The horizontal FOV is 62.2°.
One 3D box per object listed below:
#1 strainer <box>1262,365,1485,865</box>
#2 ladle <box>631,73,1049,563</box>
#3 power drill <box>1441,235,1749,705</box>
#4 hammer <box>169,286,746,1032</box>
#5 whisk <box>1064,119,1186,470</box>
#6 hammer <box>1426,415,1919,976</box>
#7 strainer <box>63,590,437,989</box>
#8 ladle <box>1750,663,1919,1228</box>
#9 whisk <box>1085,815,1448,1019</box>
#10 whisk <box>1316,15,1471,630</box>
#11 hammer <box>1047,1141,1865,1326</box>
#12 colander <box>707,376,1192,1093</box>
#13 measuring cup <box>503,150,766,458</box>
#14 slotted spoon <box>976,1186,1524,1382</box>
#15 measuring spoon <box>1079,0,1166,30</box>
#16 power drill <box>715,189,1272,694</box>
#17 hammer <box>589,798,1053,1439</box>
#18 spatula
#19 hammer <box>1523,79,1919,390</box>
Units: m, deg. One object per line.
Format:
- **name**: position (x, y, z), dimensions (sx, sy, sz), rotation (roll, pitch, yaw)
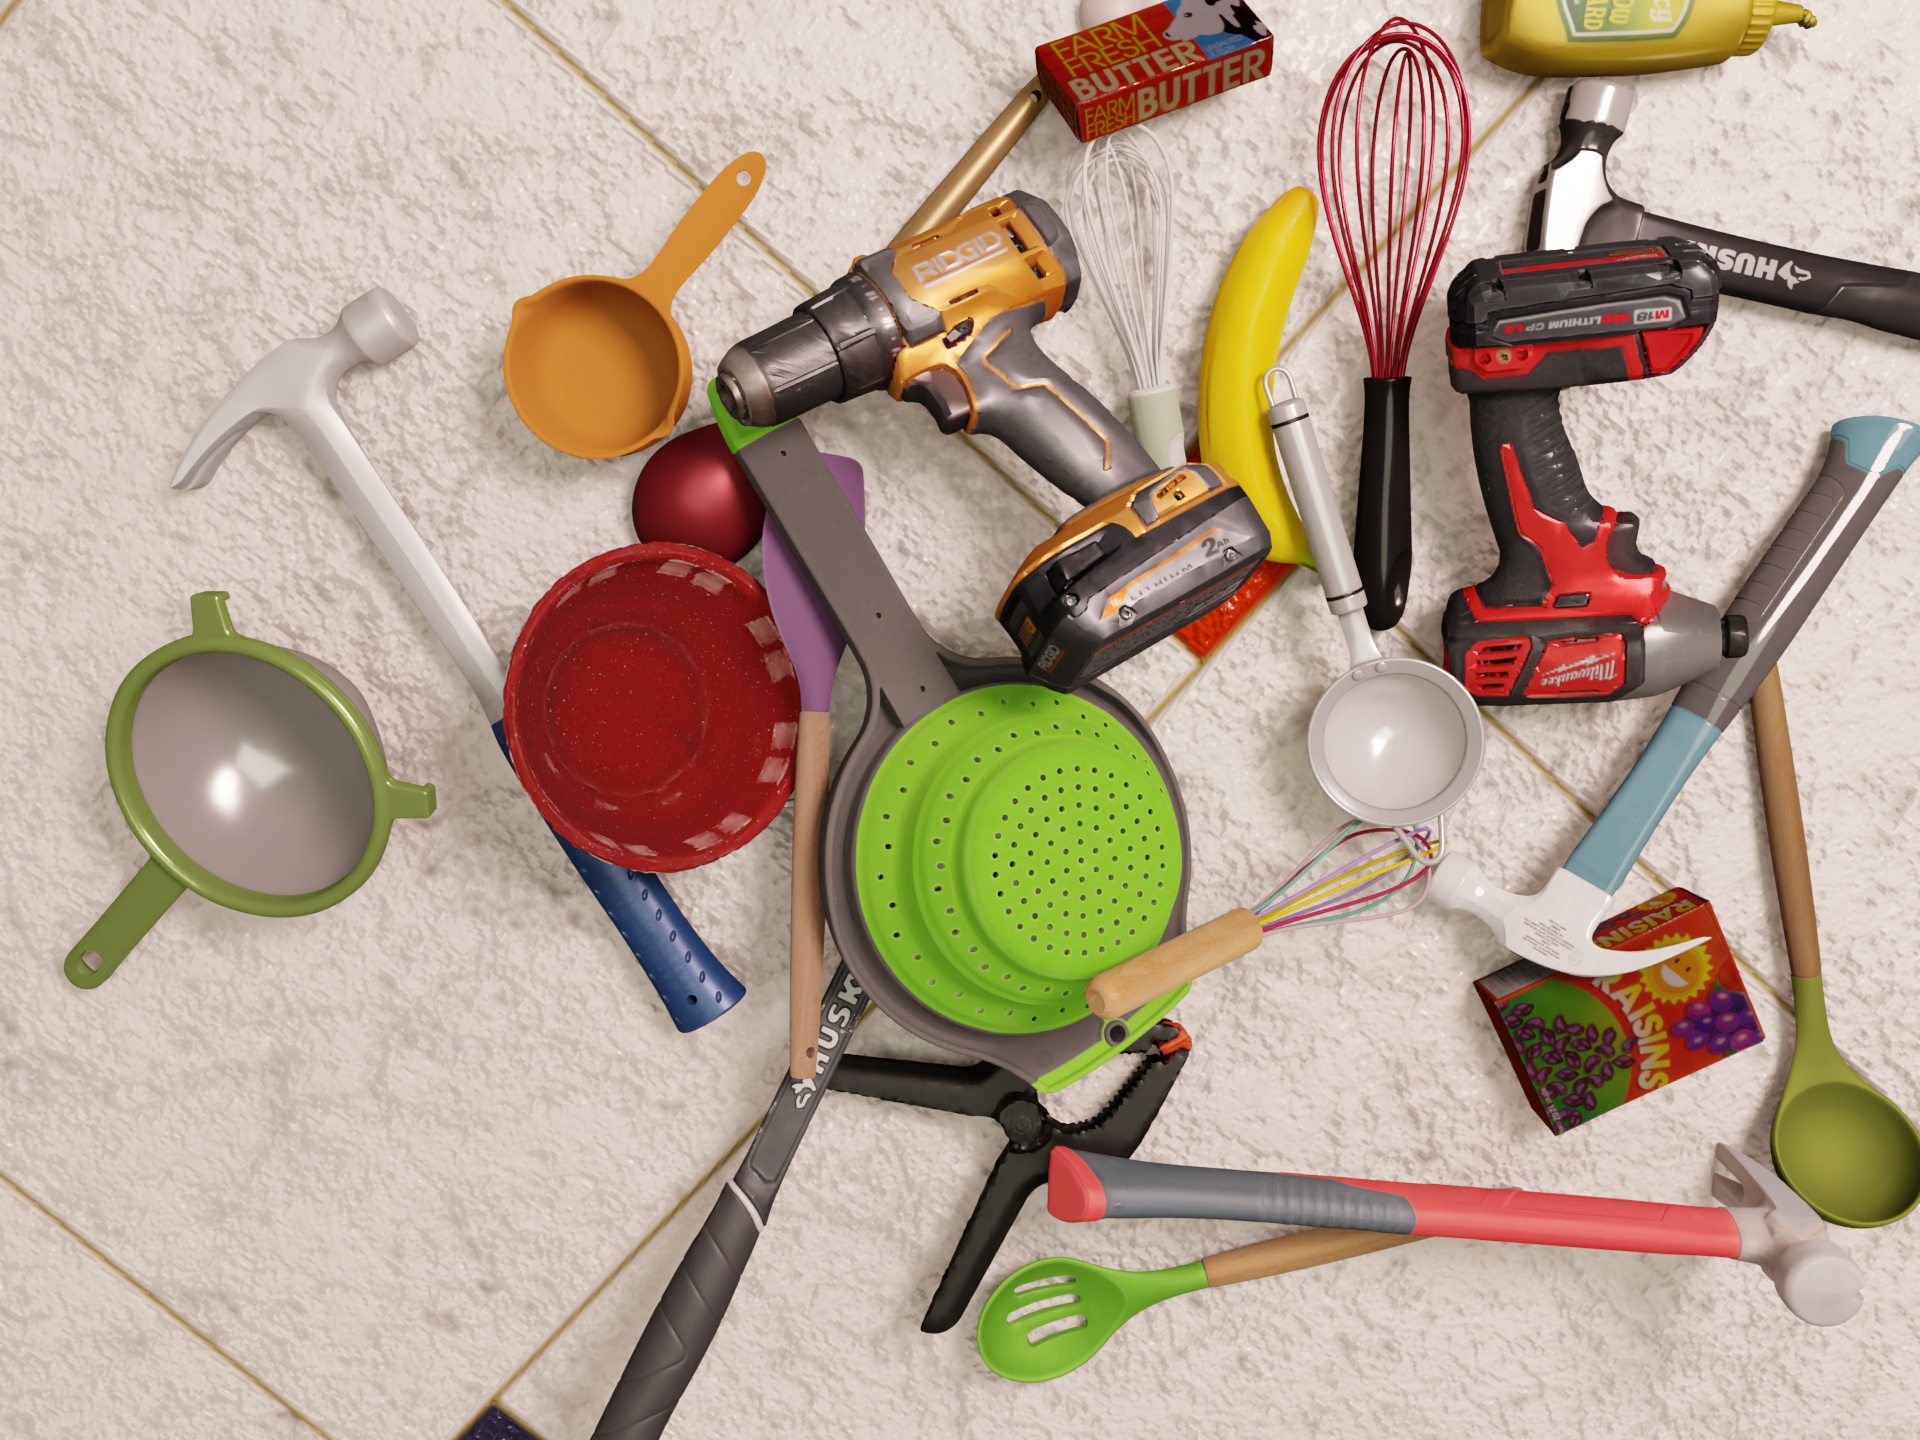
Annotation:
- **strainer**: position (0.197, -0.053, 0.795), dimensions (0.087, 0.050, 0.258), rotation (-18, 99, 12)
- **ladle**: position (-0.055, -0.200, 0.801), dimensions (0.069, 0.031, 0.315), rotation (39, 95, -16)
- **power drill**: position (0.304, -0.111, 0.764), dimensions (0.143, 0.078, 0.219), rotation (-2, 114, 17)
- **hammer**: position (-0.243, -0.010, 0.825), dimensions (0.144, 0.035, 0.405), rotation (-31, 98, 4)
- **whisk**: position (0.095, -0.173, 0.797), dimensions (0.059, 0.058, 0.246), rotation (-3, 106, 35)
- **hammer**: position (0.383, -0.013, 0.814), dimensions (0.128, 0.033, 0.331), rotation (34, 93, 22)
- **strainer**: position (-0.383, 0.052, 0.829), dimensions (0.151, 0.069, 0.256), rotation (45, 113, -8)
- **ladle**: position (0.449, 0.111, 0.838), dimensions (0.078, 0.062, 0.320), rotation (-12, 96, -1)
- **whisk**: position (0.156, 0.092, 0.776), dimensions (0.245, 0.047, 0.051), rotation (-18, 113, -36)
- **whisk**: position (0.212, -0.190, 0.789), dimensions (0.073, 0.073, 0.295), rotation (-2, 105, 0)
- **hammer**: position (0.239, 0.248, 0.828), dimensions (0.386, 0.143, 0.038), rotation (4, 98, 4)
- **colander**: position (-0.001, -0.002, 0.765), dimensions (0.204, 0.094, 0.397), rotation (-33, 97, -18)
- **measuring cup**: position (-0.150, -0.206, 0.787), dimensions (0.095, 0.052, 0.173), rotation (39, 95, -6)
- **slotted spoon**: position (0.161, 0.303, 0.882), dimensions (0.314, 0.031, 0.070), rotation (-14, 99, 0)
- **measuring spoon**: position (0.118, -0.365, 0.778), dimensions (0.124, 0.018, 0.034), rotation (-21, 98, 2)
- **power drill**: position (0.012, -0.125, 0.737), dimensions (0.185, 0.084, 0.226), rotation (-29, 78, -19)
- **hammer**: position (-0.106, 0.228, 0.816), dimensions (0.149, 0.036, 0.409), rotation (27, 84, -5)
- **spatula**: position (-0.076, 0.021, 0.802), dimensions (0.059, 0.018, 0.316), rotation (3, 88, -35)
- **hammer**: position (0.446, -0.209, 0.797), dimensions (0.334, 0.035, 0.146), rotation (12, 98, -2)
